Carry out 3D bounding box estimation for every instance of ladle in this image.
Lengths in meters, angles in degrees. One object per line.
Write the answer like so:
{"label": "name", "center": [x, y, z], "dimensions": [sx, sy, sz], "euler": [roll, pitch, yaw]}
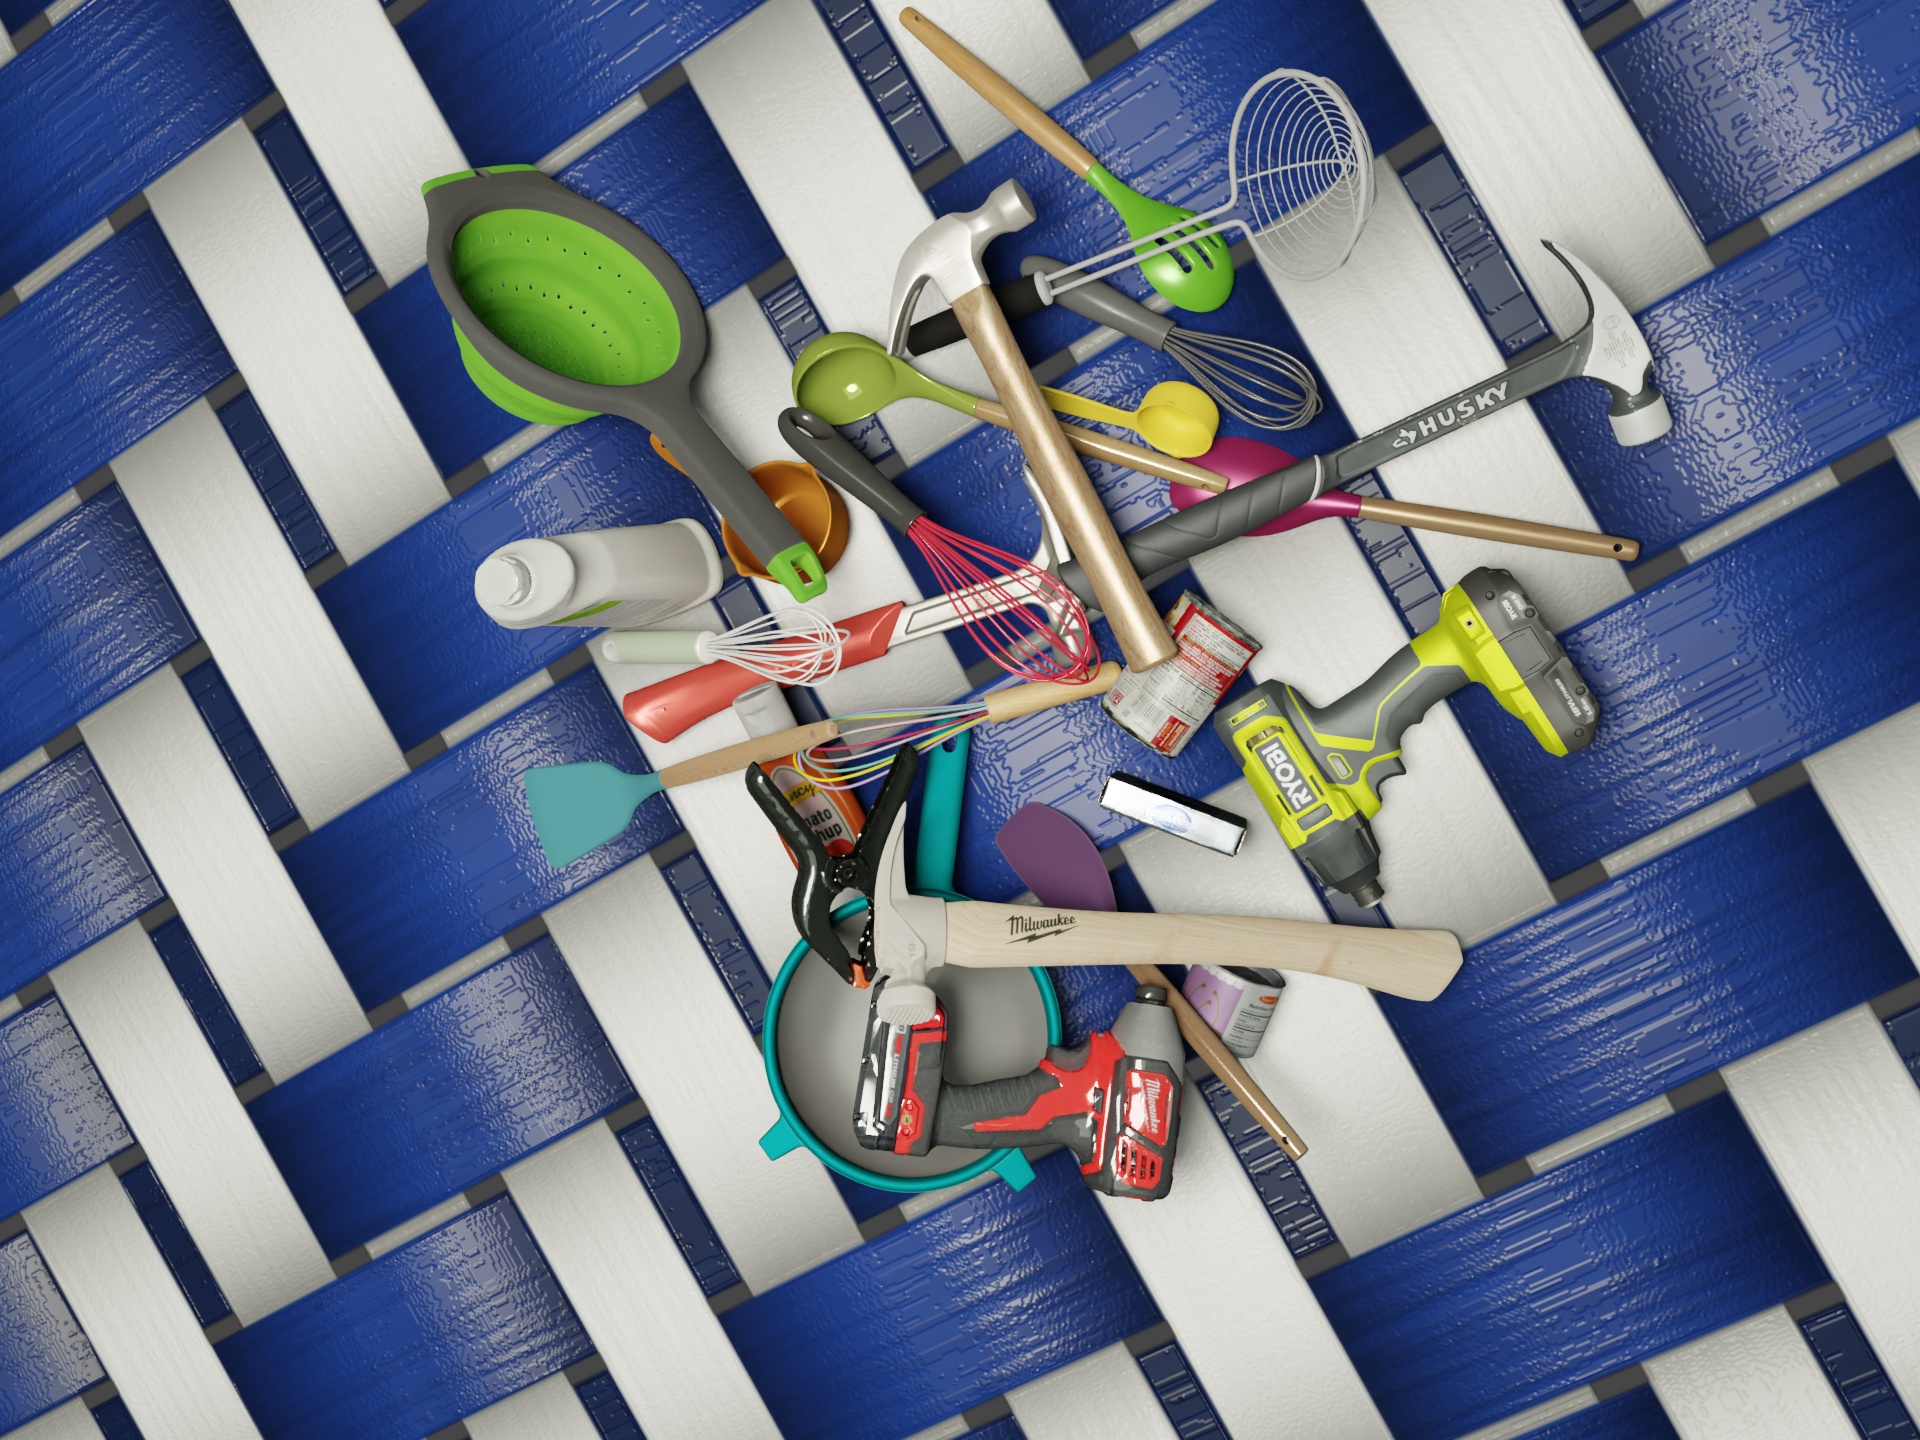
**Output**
{"label": "ladle", "center": [0.033, -0.206, 1.129], "dimensions": [0.320, 0.078, 0.062], "euler": [19, 57, 8]}

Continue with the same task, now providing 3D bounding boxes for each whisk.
{"label": "whisk", "center": [-0.177, -0.054, 1.154], "dimensions": [0.246, 0.059, 0.057], "euler": [2, 114, 39]}
{"label": "whisk", "center": [-0.002, -0.006, 1.144], "dimensions": [0.245, 0.047, 0.051], "euler": [-16, 115, -5]}
{"label": "whisk", "center": [-0.018, -0.125, 1.114], "dimensions": [0.296, 0.073, 0.073], "euler": [41, 101, 10]}
{"label": "whisk", "center": [0.145, -0.269, 1.115], "dimensions": [0.239, 0.055, 0.055], "euler": [30, 100, 12]}

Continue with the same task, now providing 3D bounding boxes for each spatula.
{"label": "spatula", "center": [-0.209, 0.042, 1.176], "dimensions": [0.317, 0.044, 0.082], "euler": [-16, 90, 40]}
{"label": "spatula", "center": [0.134, 0.178, 1.120], "dimensions": [0.060, 0.018, 0.316], "euler": [-46, 65, 12]}

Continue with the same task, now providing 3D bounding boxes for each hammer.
{"label": "hammer", "center": [0.255, -0.176, 1.072], "dimensions": [0.409, 0.036, 0.149], "euler": [-24, 106, 12]}
{"label": "hammer", "center": [0.056, -0.184, 1.073], "dimensions": [0.130, 0.031, 0.331], "euler": [-26, 92, 23]}
{"label": "hammer", "center": [0.145, 0.140, 1.083], "dimensions": [0.410, 0.038, 0.146], "euler": [5, 60, -12]}
{"label": "hammer", "center": [-0.087, -0.067, 1.182], "dimensions": [0.359, 0.036, 0.149], "euler": [-17, 92, 12]}

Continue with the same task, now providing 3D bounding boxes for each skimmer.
{"label": "skimmer", "center": [0.098, -0.308, 1.051], "dimensions": [0.363, 0.090, 0.127], "euler": [-15, 97, 28]}

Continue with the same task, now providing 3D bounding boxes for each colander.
{"label": "colander", "center": [-0.243, -0.220, 1.144], "dimensions": [0.397, 0.204, 0.094], "euler": [50, 133, 6]}

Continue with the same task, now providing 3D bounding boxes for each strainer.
{"label": "strainer", "center": [-0.027, 0.169, 1.173], "dimensions": [0.211, 0.095, 0.340], "euler": [7, 77, 0]}

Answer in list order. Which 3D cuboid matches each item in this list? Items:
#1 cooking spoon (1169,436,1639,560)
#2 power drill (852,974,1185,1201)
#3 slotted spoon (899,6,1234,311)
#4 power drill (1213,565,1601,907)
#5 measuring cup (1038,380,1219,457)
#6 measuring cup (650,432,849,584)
{"label": "cooking spoon", "center": [0.304, -0.145, 1.104], "dimensions": [0.319, 0.017, 0.069], "euler": [11, 97, 11]}
{"label": "power drill", "center": [0.043, 0.238, 1.075], "dimensions": [0.219, 0.078, 0.143], "euler": [9, 79, -2]}
{"label": "slotted spoon", "center": [0.072, -0.402, 1.120], "dimensions": [0.314, 0.031, 0.070], "euler": [43, 70, 8]}
{"label": "power drill", "center": [0.310, 0.012, 1.091], "dimensions": [0.223, 0.080, 0.171], "euler": [-33, 87, 16]}
{"label": "measuring cup", "center": [0.109, -0.227, 1.127], "dimensions": [0.156, 0.062, 0.029], "euler": [20, 68, 22]}
{"label": "measuring cup", "center": [-0.158, -0.165, 1.183], "dimensions": [0.174, 0.052, 0.095], "euler": [35, 97, 20]}
